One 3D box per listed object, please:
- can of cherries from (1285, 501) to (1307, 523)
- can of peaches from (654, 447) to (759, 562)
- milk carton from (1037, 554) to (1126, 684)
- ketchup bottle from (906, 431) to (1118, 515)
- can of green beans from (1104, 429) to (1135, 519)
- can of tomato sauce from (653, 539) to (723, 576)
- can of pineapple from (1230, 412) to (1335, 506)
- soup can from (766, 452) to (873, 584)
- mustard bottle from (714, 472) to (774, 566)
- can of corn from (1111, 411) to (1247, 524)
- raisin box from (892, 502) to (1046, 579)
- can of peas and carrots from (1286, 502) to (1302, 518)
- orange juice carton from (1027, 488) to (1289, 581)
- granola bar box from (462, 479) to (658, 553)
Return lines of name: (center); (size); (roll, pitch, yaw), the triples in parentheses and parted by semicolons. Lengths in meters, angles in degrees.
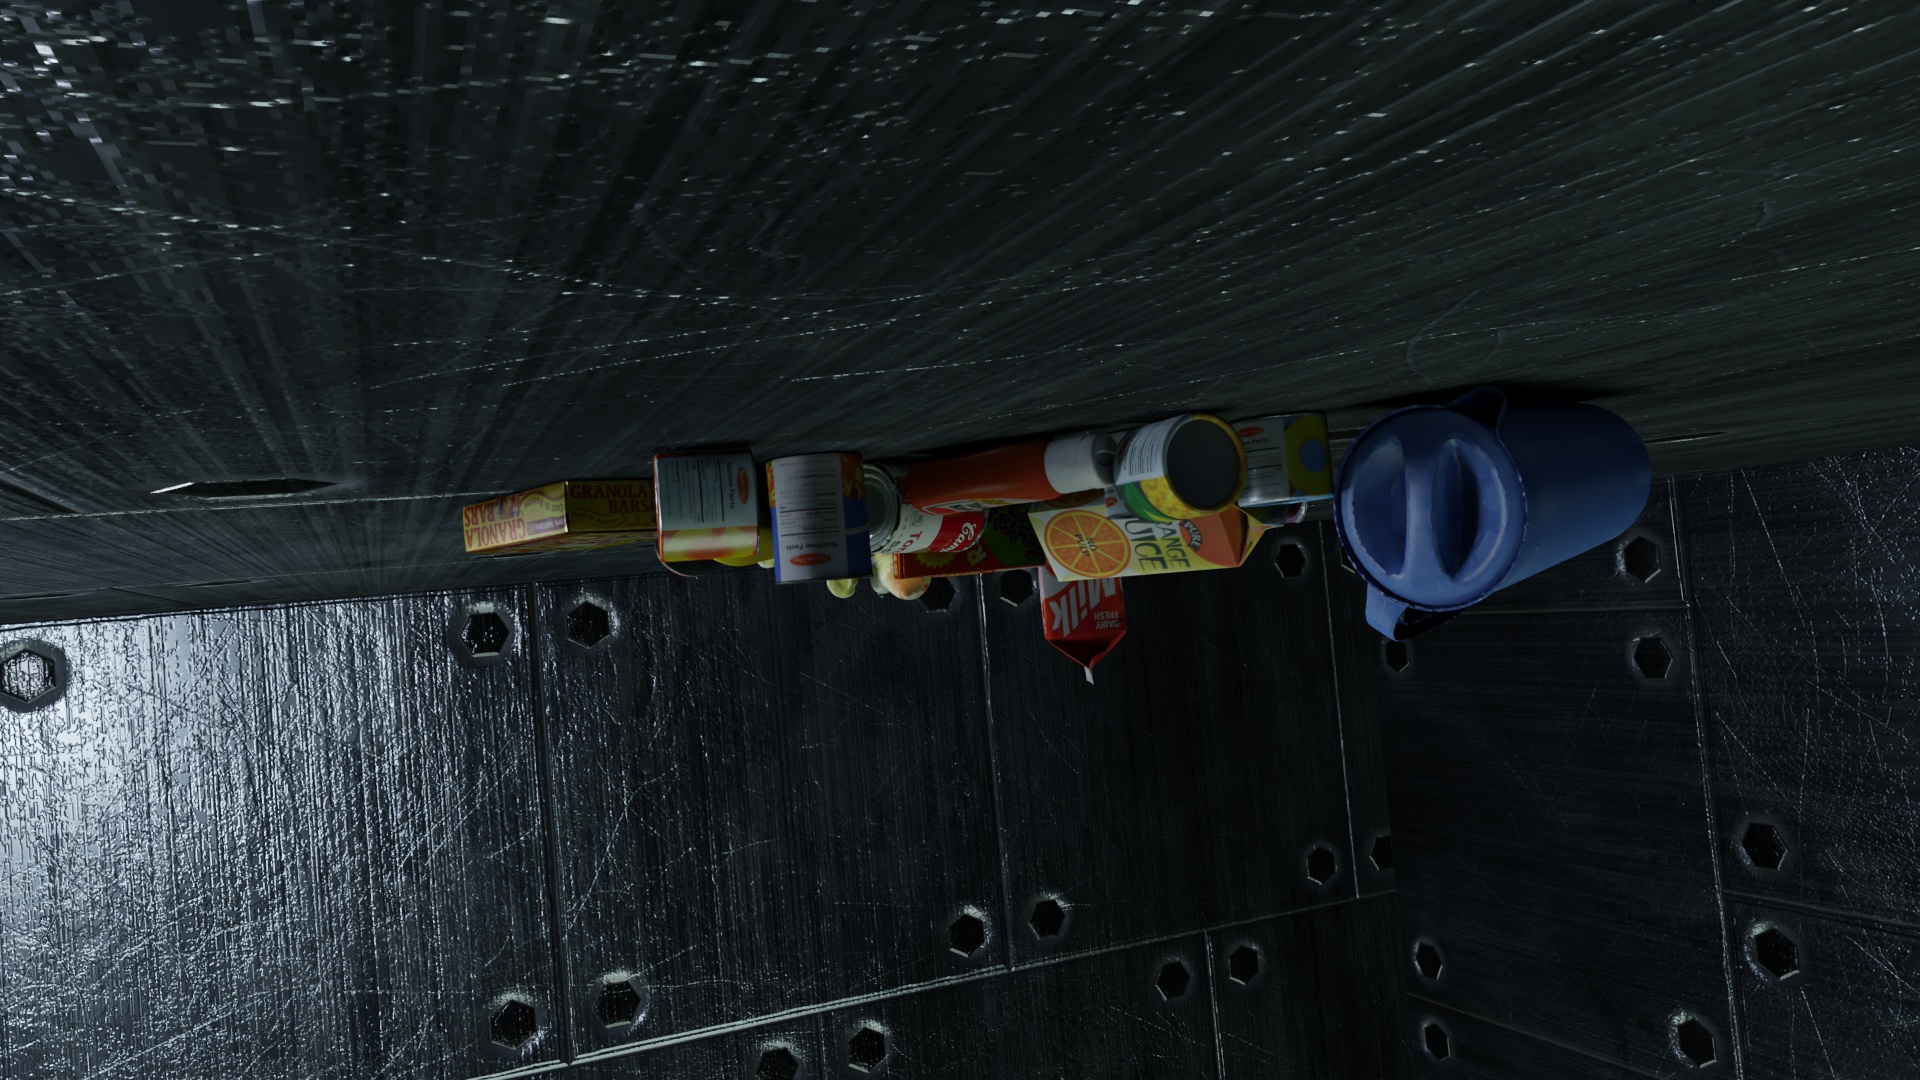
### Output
can of cherries: (0.260, -0.044, 1.194); (0.058, 0.071, 0.071); (-5, 178, -5)
can of peaches: (-0.153, -0.020, 0.835); (0.058, 0.071, 0.071); (-4, 177, -14)
milk carton: (0.107, 0.033, 1.259); (0.073, 0.190, 0.072); (-6, 178, 1)
ketchup bottle: (0.037, -0.046, 0.943); (0.148, 0.043, 0.065); (-7, 177, 38)
can of green beans: (0.131, -0.046, 0.961); (0.071, 0.058, 0.071); (-5, 178, 0)
can of tomato sauce: (-0.232, -0.002, 1.192); (0.071, 0.071, 0.083); (-5, 178, -12)
can of pineapple: (0.221, -0.055, 0.951); (0.071, 0.058, 0.071); (-5, 178, 0)
soup can: (-0.095, -0.014, 0.938); (0.071, 0.083, 0.071); (-5, 178, 0)
mustard bottle: (-0.136, -0.020, 1.004); (0.048, 0.065, 0.160); (-49, 165, 21)
can of corn: (0.141, -0.045, 0.885); (0.071, 0.071, 0.058); (-4, 177, -26)
raisin box: (0.004, -0.014, 1.148); (0.123, 0.086, 0.040); (-5, 179, -13)
can of peas and carrots: (0.231, -0.044, 1.093); (0.058, 0.071, 0.071); (-8, 176, 40)
orange juice carton: (0.156, -0.025, 1.046); (0.192, 0.072, 0.072); (-6, -143, 31)
granola bar box: (-0.274, -0.017, 1.030); (0.124, 0.039, 0.165); (-3, 177, -43)
